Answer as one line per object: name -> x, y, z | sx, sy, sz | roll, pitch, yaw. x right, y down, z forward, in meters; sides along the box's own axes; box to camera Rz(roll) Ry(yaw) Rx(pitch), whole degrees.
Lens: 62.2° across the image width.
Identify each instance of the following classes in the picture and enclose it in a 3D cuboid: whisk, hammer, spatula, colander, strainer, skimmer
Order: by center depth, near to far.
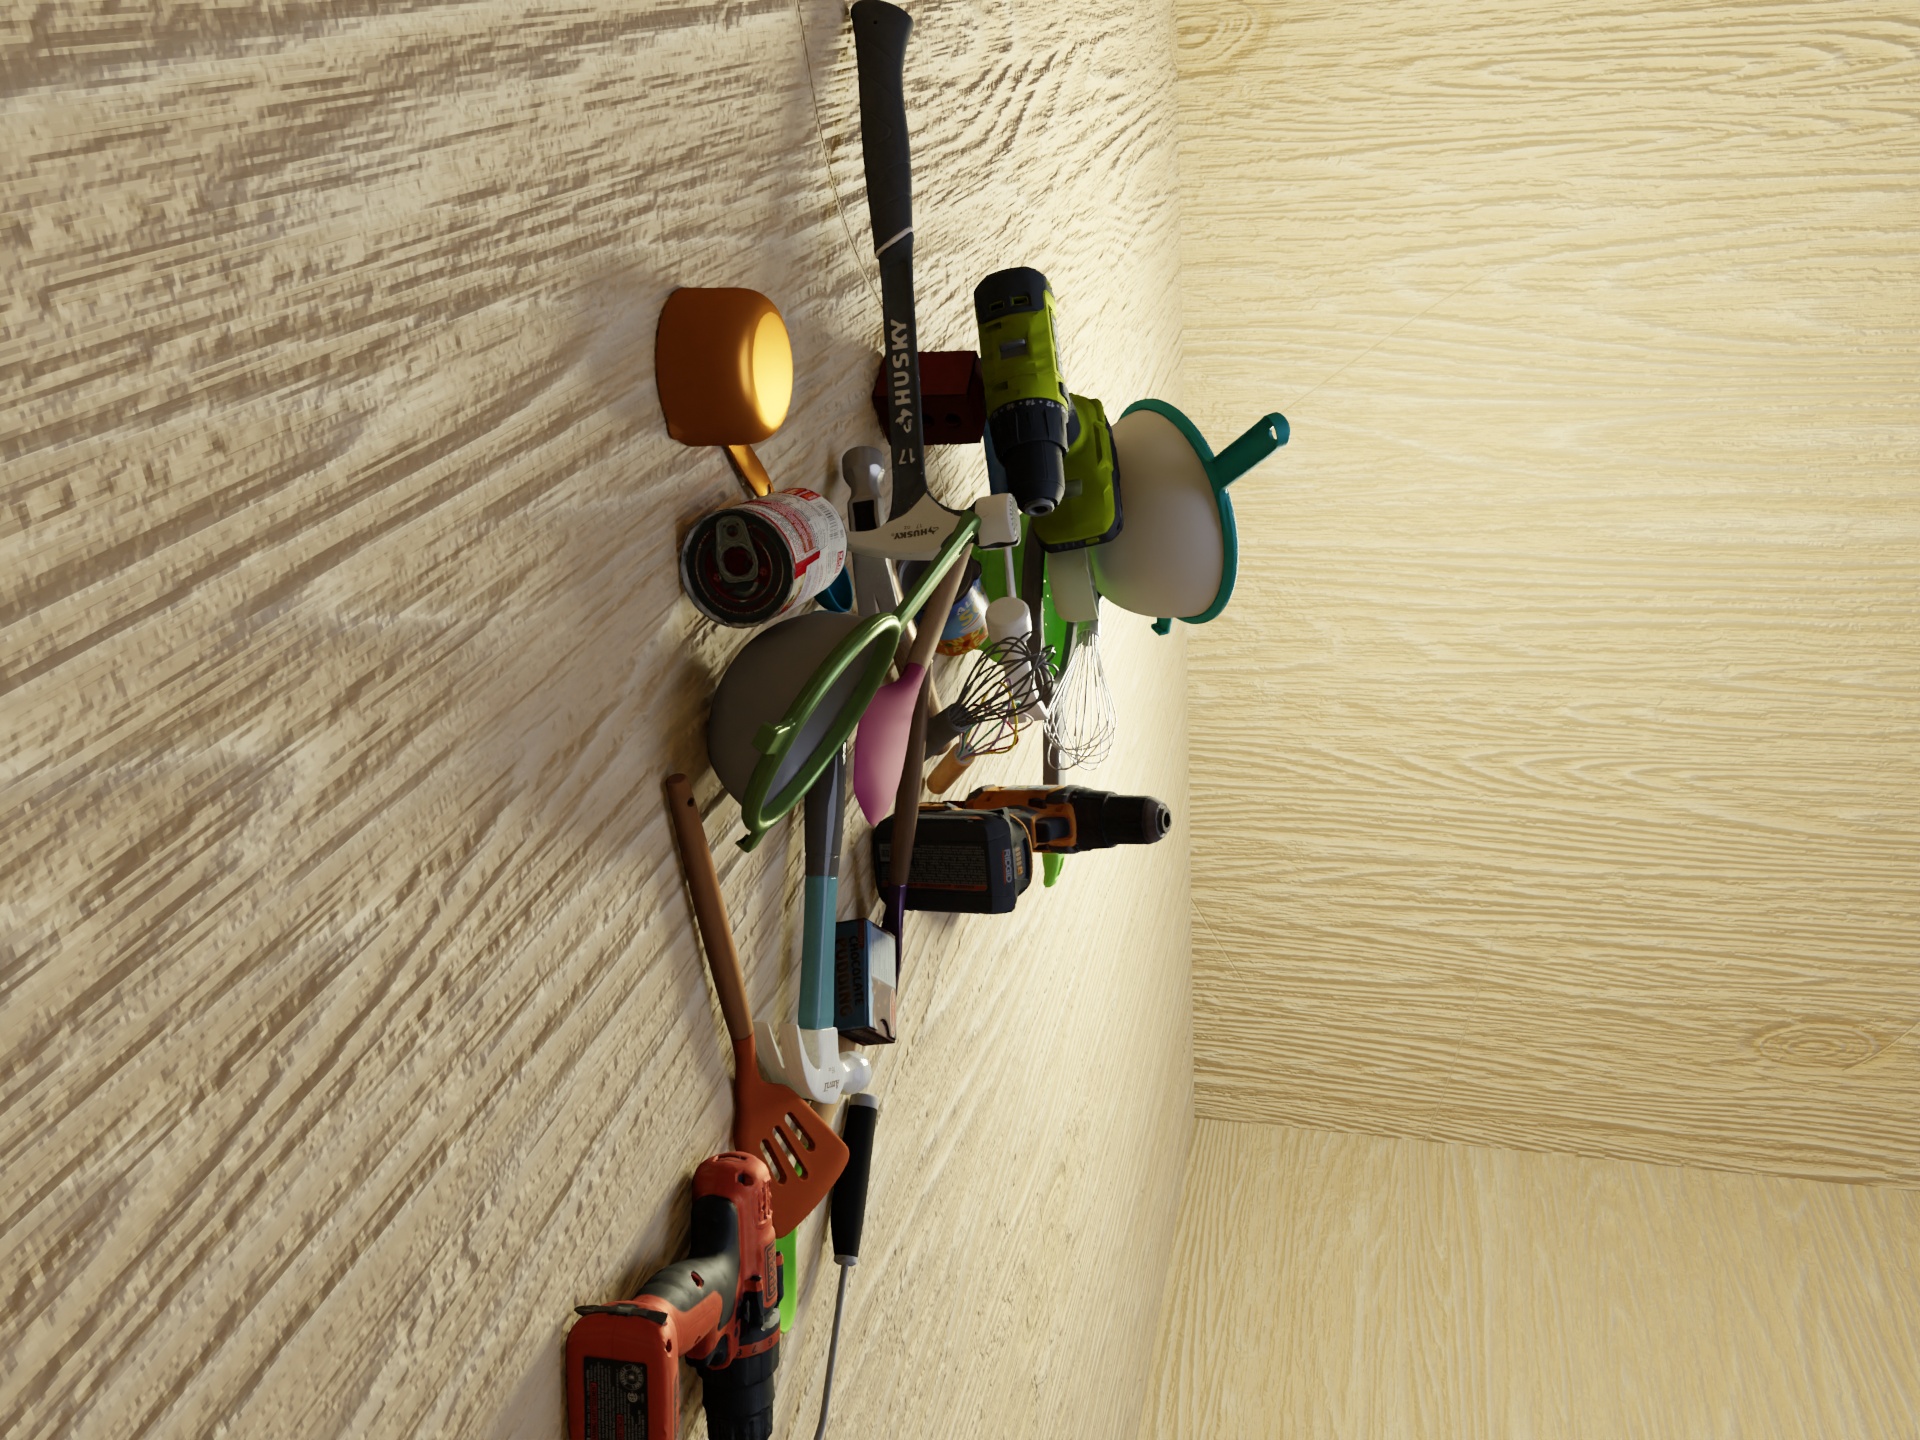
strainer -> -0.076, -0.051, 0.954 | 0.256, 0.069, 0.151 | -55, 173, -29
spatula -> -0.129, 0.171, 0.954 | 0.081, 0.041, 0.322 | -42, 134, -43
hammer -> -0.093, 0.092, 1.078 | 0.128, 0.033, 0.331 | 16, 75, -68
hammer -> -0.048, -0.305, 1.085 | 0.036, 0.149, 0.409 | 37, 48, -73
skimmer -> -0.064, 0.458, 1.152 | 0.127, 0.090, 0.364 | 133, -33, -60
whisk -> -0.002, -0.005, 1.163 | 0.239, 0.055, 0.055 | -35, -142, 52
spatula -> -0.045, 0.097, 1.197 | 0.060, 0.018, 0.315 | -124, -143, -60
hammer -> -0.043, -0.059, 1.226 | 0.331, 0.031, 0.130 | 73, 10, -60
whisk -> 0.008, 0.025, 1.285 | 0.051, 0.047, 0.245 | -40, 176, -22
hammer -> 0.037, -0.172, 1.362 | 0.143, 0.035, 0.406 | 77, 7, -47
strainer -> 0.172, -0.188, 1.376 | 0.340, 0.095, 0.211 | 147, -77, -72
whisk -> 0.116, -0.060, 1.455 | 0.285, 0.070, 0.070 | -80, 164, -46
colander -> 0.053, -0.040, 1.505 | 0.204, 0.094, 0.397 | -25, 116, -73

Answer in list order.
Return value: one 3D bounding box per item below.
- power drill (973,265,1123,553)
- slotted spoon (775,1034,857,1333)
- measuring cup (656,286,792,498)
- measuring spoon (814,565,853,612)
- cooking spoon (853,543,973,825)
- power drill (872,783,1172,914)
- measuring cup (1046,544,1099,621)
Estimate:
power drill -> 0.070, -0.221, 1.259 | 0.228, 0.080, 0.191 | 46, 36, -67
slotted spoon -> -0.099, 0.282, 1.114 | 0.314, 0.031, 0.070 | -72, 149, -51
measuring cup -> -0.117, -0.177, 0.919 | 0.173, 0.052, 0.095 | 63, 33, -58
measuring spoon -> -0.109, -0.098, 1.052 | 0.128, 0.021, 0.042 | 18, 60, -66
cooking spoon -> -0.025, -0.052, 1.104 | 0.319, 0.017, 0.068 | -72, 149, -45
power drill -> 0.055, 0.097, 1.307 | 0.226, 0.185, 0.084 | -16, 103, -60
measuring cup -> 0.089, -0.167, 1.394 | 0.083, 0.038, 0.168 | 33, 47, -78
